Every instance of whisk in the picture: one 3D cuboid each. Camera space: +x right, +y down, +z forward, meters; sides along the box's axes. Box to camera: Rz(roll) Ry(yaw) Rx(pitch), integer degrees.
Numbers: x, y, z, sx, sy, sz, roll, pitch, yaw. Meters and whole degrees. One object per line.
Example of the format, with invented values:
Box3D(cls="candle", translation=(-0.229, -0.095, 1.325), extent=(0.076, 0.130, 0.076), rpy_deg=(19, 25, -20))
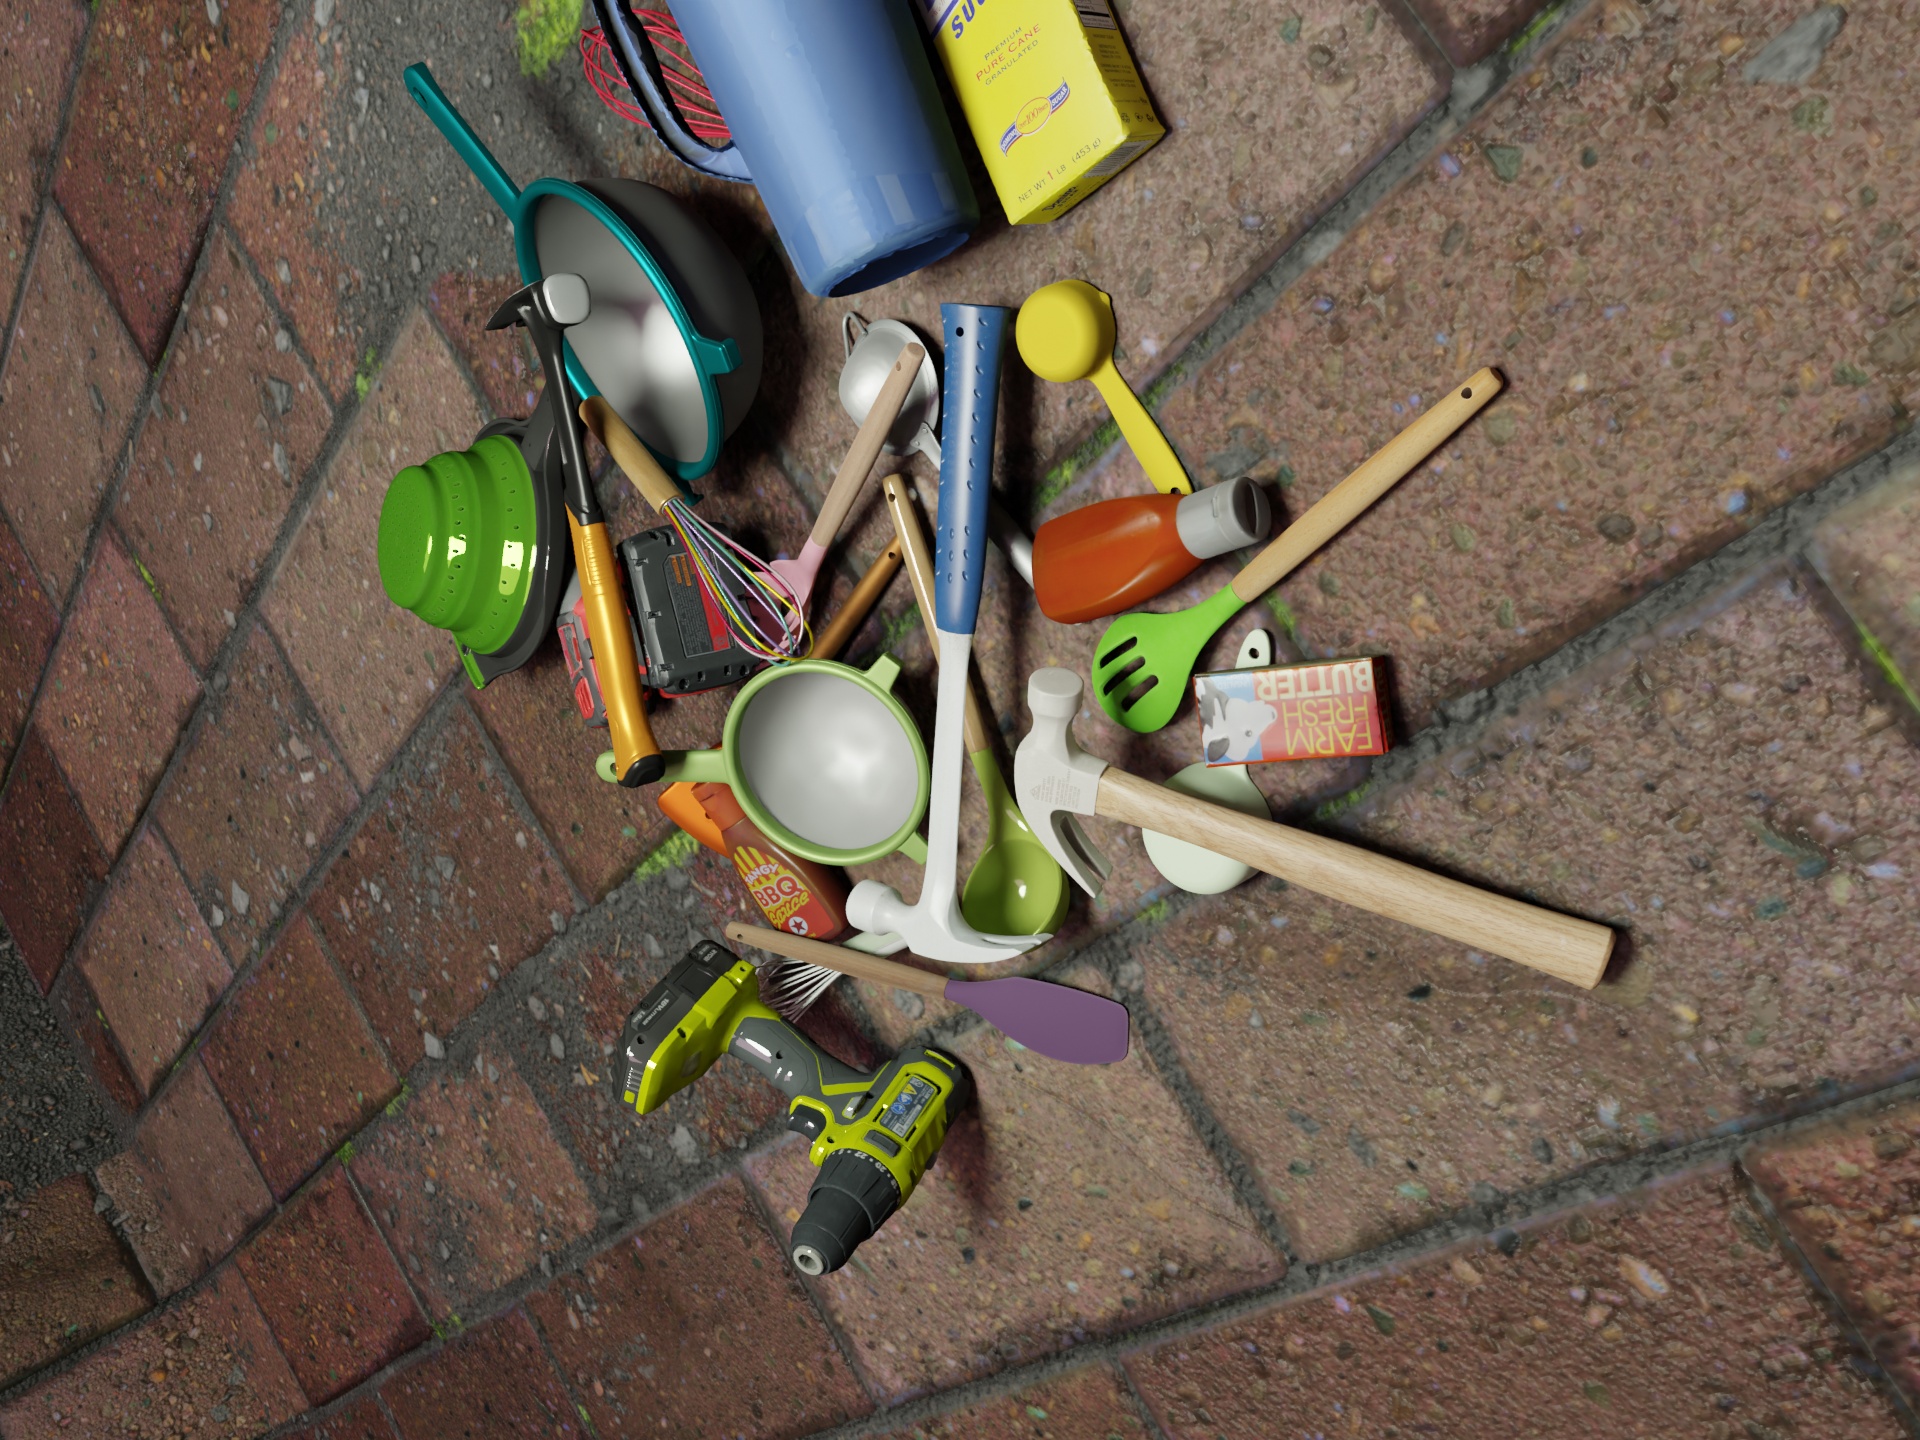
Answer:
Box3D(cls="whisk", translation=(-0.177, -0.127, 1.059), extent=(0.245, 0.047, 0.051), rpy_deg=(50, 156, 16))
Box3D(cls="whisk", translation=(-0.130, -0.376, 0.998), extent=(0.296, 0.073, 0.073), rpy_deg=(33, 126, 21))
Box3D(cls="whisk", translation=(-0.088, 0.180, 1.184), extent=(0.246, 0.057, 0.059), rpy_deg=(-31, 55, 39))

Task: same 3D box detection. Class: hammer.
Box3D(cls="hammer", translation=(0.002, -0.043, 0.965), extent=(0.144, 0.035, 0.405), rpy_deg=(15, 109, 35))
Box3D(cls="hammer", translation=(0.182, 0.076, 0.868), extent=(0.331, 0.031, 0.130), rpy_deg=(19, 127, 20))
Box3D(cls="hammer", translation=(-0.252, -0.120, 1.070), extent=(0.127, 0.034, 0.337), rpy_deg=(4, 106, 58))

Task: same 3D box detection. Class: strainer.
Box3D(cls="strainer", translation=(-0.131, 0.021, 1.111), extent=(0.256, 0.069, 0.151), rpy_deg=(-2, 112, 22))
Box3D(cls="strainer", translation=(-0.008, -0.156, 0.988), extent=(0.258, 0.050, 0.086), rpy_deg=(50, 137, 11))
Box3D(cls="strainer", translation=(-0.236, -0.322, 1.061), extent=(0.340, 0.095, 0.211), rpy_deg=(51, 154, 6))

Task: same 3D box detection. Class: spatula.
Box3D(cls="spatula", translation=(-0.118, -0.018, 1.135), extent=(0.081, 0.041, 0.322), rpy_deg=(36, 129, -3))
Box3D(cls="spatula", translation=(-0.031, 0.184, 1.116), extent=(0.316, 0.018, 0.059), rpy_deg=(12, 115, 25))

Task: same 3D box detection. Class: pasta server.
Box3D(cls="pasta server", translation=(-0.089, -0.133, 1.032), extent=(0.060, 0.040, 0.316), rpy_deg=(61, 146, 18))

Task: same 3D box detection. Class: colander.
Box3D(cls="colander", translation=(-0.359, -0.200, 1.210), extent=(0.397, 0.094, 0.205), rpy_deg=(-58, 49, 31))

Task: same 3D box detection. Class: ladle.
Box3D(cls="ladle", translation=(-0.002, -0.003, 1.026), extent=(0.078, 0.062, 0.320), rpy_deg=(-15, 95, 34))

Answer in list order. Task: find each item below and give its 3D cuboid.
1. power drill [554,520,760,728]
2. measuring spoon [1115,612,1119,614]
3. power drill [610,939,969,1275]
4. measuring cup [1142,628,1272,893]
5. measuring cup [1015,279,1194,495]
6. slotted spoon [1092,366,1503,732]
Box3D(cls="power drill", translation=(-0.238, -0.075, 1.173), extent=(0.220, 0.078, 0.143), rpy_deg=(-11, 93, 57))
Box3D(cls="measuring spoon", translation=(0.124, -0.093, 0.918), extent=(0.117, 0.011, 0.021), rpy_deg=(-34, 59, 40))
Box3D(cls="power drill", translation=(-0.127, 0.269, 1.116), extent=(0.228, 0.190, 0.080), rpy_deg=(28, 127, 12))
Box3D(cls="measuring cup", translation=(0.149, 0.027, 0.921), extent=(0.083, 0.038, 0.167), rpy_deg=(27, 123, 31))
Box3D(cls="measuring cup", translation=(0.084, -0.180, 0.904), extent=(0.062, 0.029, 0.156), rpy_deg=(-38, 81, 43))
Box3D(cls="slotted spoon", translation=(0.170, -0.087, 0.869), extent=(0.313, 0.031, 0.070), rpy_deg=(-42, 67, 40))
